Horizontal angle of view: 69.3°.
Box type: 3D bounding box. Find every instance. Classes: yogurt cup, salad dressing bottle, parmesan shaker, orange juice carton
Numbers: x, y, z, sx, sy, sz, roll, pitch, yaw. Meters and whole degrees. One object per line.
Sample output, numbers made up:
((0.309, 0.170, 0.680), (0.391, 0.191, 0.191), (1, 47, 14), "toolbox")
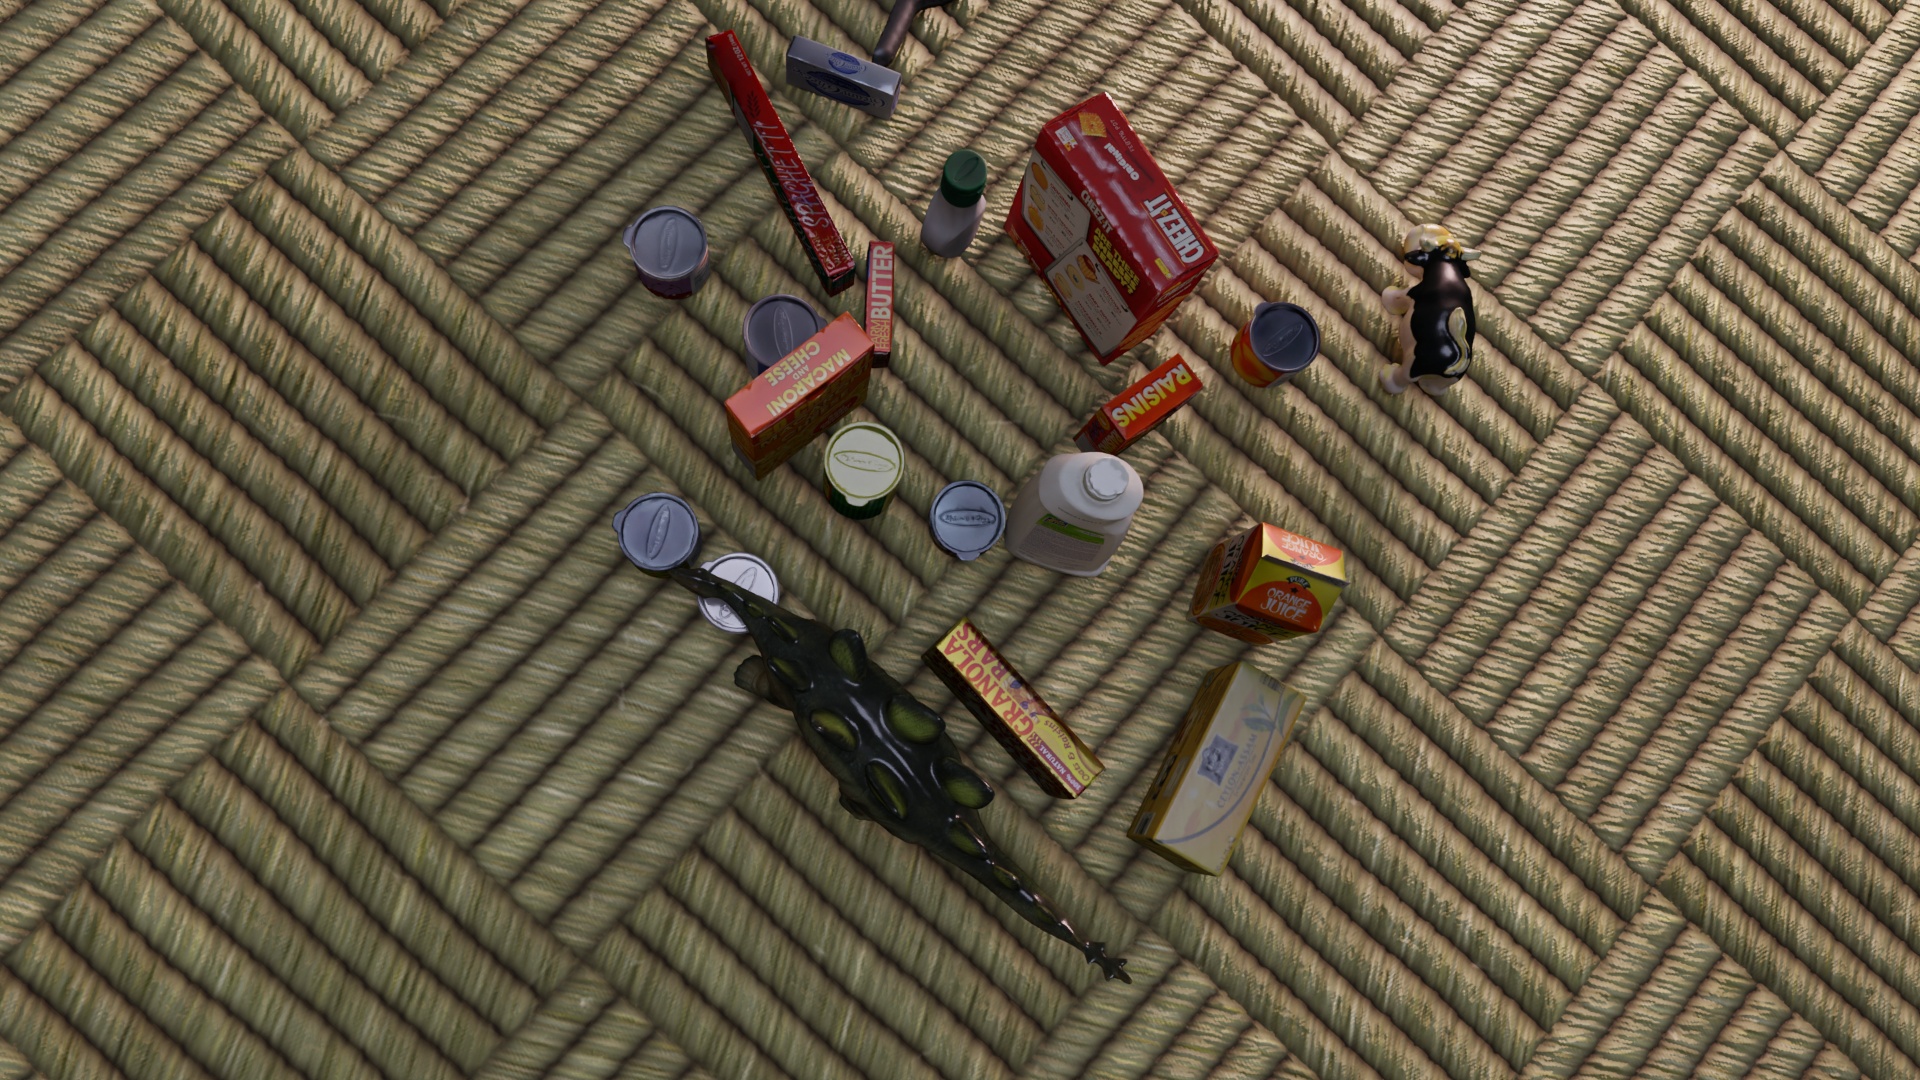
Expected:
((-0.187, 0.047, 1.172), (0.072, 0.054, 0.072), (1, 81, -7), "yogurt cup")
((-0.003, -0.292, 1.204), (0.044, 0.147, 0.064), (43, 79, 1), "salad dressing bottle")
((-0.084, -0.055, 1.177), (0.071, 0.103, 0.071), (1, 81, -7), "parmesan shaker")
((0.256, 0.037, 1.157), (0.072, 0.192, 0.073), (20, 79, -3), "orange juice carton")

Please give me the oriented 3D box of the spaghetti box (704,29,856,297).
((-0.161, -0.336, 1.242), (0.029, 0.050, 0.250), (-27, 85, -10), "spaghetti box")

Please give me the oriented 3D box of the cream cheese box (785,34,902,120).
((-0.106, -0.419, 1.261), (0.104, 0.053, 0.024), (19, 79, -3), "cream cheese box")

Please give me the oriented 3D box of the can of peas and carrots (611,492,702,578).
((-0.255, -0.004, 1.170), (0.071, 0.058, 0.071), (1, 81, -7), "can of peas and carrots")

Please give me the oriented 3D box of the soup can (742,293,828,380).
((-0.150, -0.168, 1.198), (0.071, 0.083, 0.071), (1, 81, -7), "soup can")

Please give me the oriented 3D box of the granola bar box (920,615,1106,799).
((0.039, 0.141, 1.148), (0.039, 0.124, 0.165), (-42, 88, -11), "granola bar box")

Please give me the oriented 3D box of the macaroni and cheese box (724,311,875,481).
((-0.132, -0.115, 1.149), (0.124, 0.166, 0.040), (-39, 87, -11), "macaroni and cheese box")

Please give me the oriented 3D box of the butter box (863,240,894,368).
((-0.073, -0.208, 1.229), (0.024, 0.053, 0.103), (3, 80, -6), "butter box")

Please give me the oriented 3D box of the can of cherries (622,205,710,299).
((-0.255, -0.251, 1.212), (0.071, 0.058, 0.071), (1, 81, -7), "can of cherries")

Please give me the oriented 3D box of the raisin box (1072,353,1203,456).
((0.152, -0.109, 1.204), (0.086, 0.123, 0.040), (-35, 87, -11), "raisin box")

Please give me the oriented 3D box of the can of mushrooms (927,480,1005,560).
((0.004, -0.015, 1.216), (0.071, 0.033, 0.071), (1, 81, -7), "can of mushrooms")

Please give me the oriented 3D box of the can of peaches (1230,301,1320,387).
((0.285, -0.179, 1.266), (0.071, 0.058, 0.071), (1, 81, -7), "can of peaches")
